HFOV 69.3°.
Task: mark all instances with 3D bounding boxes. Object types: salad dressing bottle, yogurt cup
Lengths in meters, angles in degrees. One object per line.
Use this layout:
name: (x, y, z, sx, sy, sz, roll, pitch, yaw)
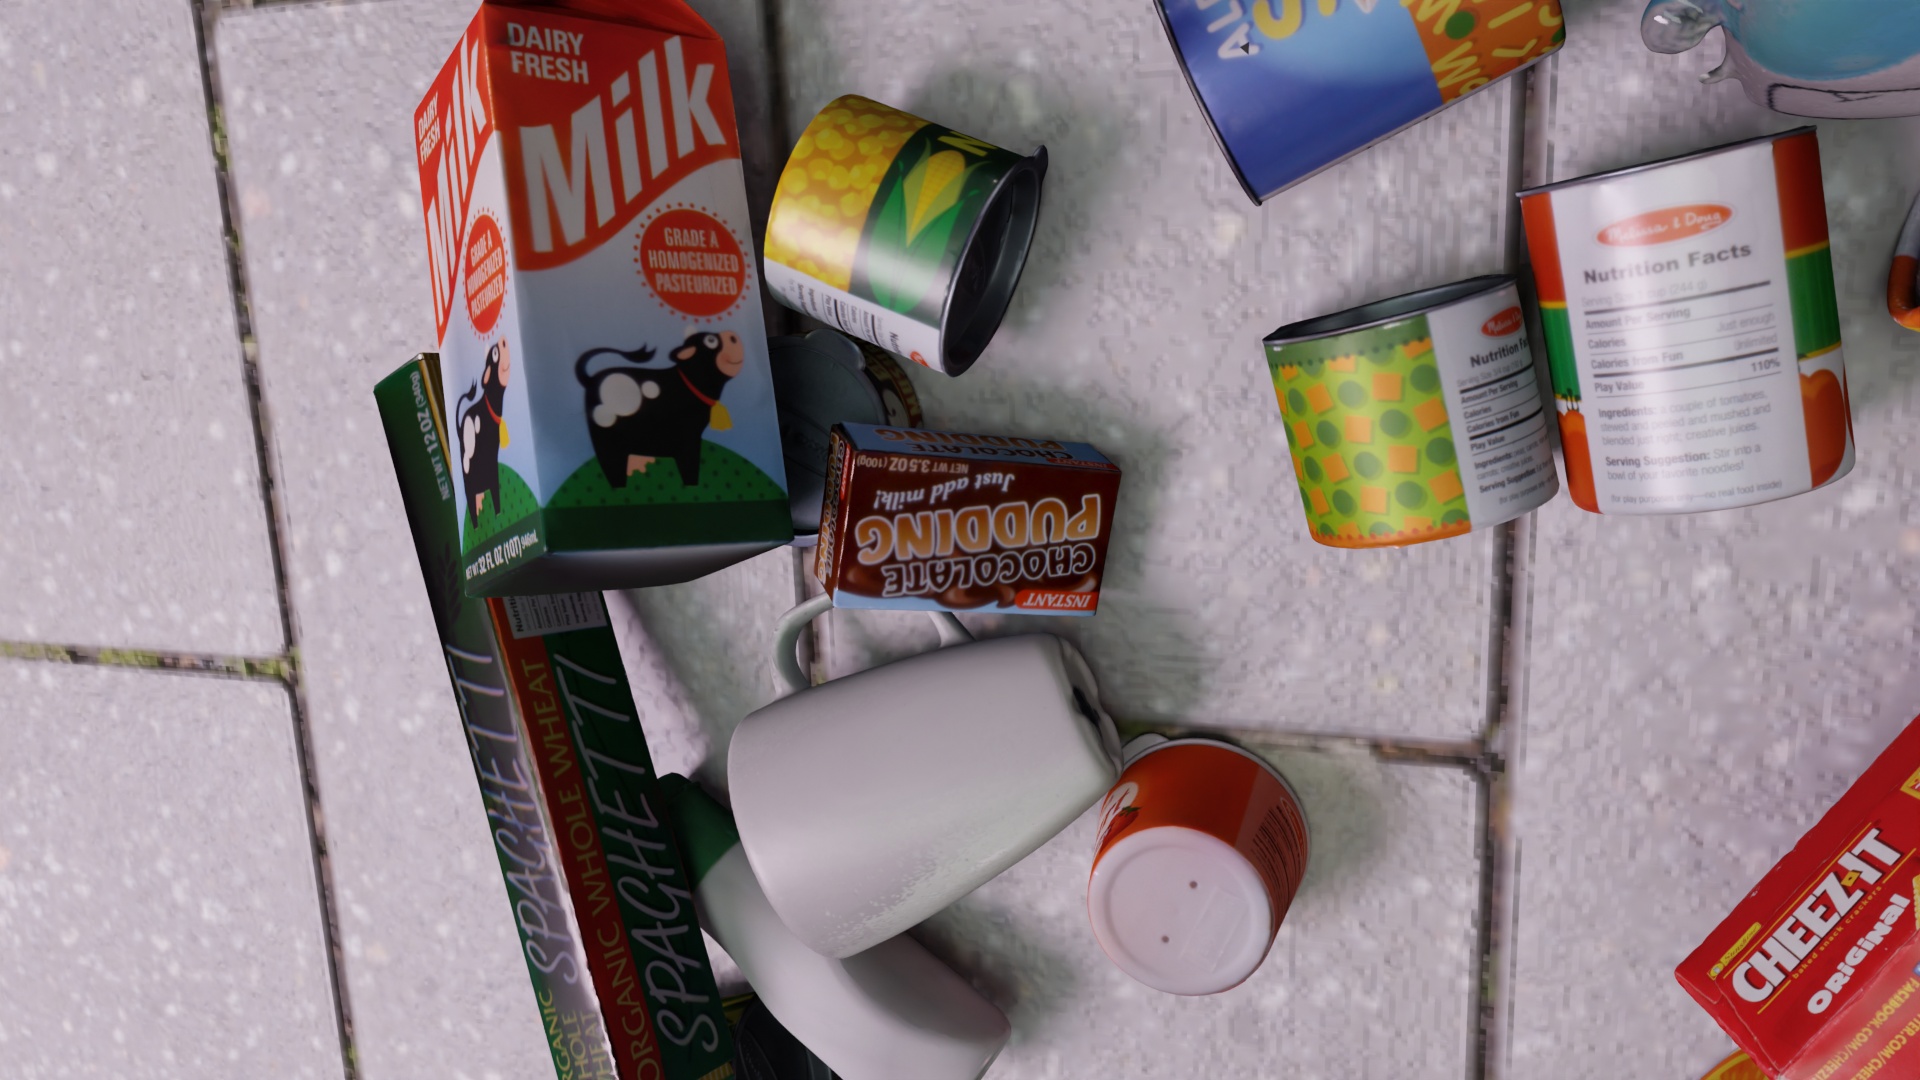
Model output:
salad dressing bottle: (-0.054, 0.136, 0.470, 0.148, 0.064, 0.044, 35, 98, 16)
yogurt cup: (0.071, 0.101, 0.424, 0.072, 0.054, 0.072, 4, 104, 16)

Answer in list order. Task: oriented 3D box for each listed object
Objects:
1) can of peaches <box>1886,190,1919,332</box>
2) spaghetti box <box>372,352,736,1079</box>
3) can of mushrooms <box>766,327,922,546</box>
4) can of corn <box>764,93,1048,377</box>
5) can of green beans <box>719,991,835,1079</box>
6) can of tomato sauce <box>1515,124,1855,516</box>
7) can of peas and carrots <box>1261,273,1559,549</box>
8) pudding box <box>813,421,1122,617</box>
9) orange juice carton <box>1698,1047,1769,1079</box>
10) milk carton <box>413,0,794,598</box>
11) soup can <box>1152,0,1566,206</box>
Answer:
can of peaches: (0.259, -0.071, 0.316, 0.058, 0.071, 0.071, 22, 108, 13)
spaghetti box: (-0.132, 0.060, 0.450, 0.028, 0.050, 0.250, -23, 81, 30)
can of mushrooms: (-0.046, -0.035, 0.441, 0.071, 0.033, 0.071, 4, 103, 17)
can of corn: (-0.015, -0.091, 0.402, 0.058, 0.071, 0.071, 24, 108, 12)
can of green beans: (-0.085, 0.195, 0.488, 0.058, 0.071, 0.071, -18, 96, 21)
can of tomato sauce: (0.182, -0.055, 0.349, 0.071, 0.071, 0.083, -10, 100, 20)
can of peas and carrots: (0.118, -0.034, 0.373, 0.071, 0.071, 0.058, -12, 99, 20)
pudding box: (0.001, -0.005, 0.414, 0.084, 0.030, 0.049, 4, 109, -18)
orange juice carton: (0.210, 0.229, 0.398, 0.072, 0.073, 0.192, 38, 111, 5)
milk carton: (-0.108, -0.084, 0.402, 0.072, 0.073, 0.190, -20, 76, 53)
soup can: (0.098, -0.136, 0.353, 0.083, 0.071, 0.071, -25, 94, 21)
